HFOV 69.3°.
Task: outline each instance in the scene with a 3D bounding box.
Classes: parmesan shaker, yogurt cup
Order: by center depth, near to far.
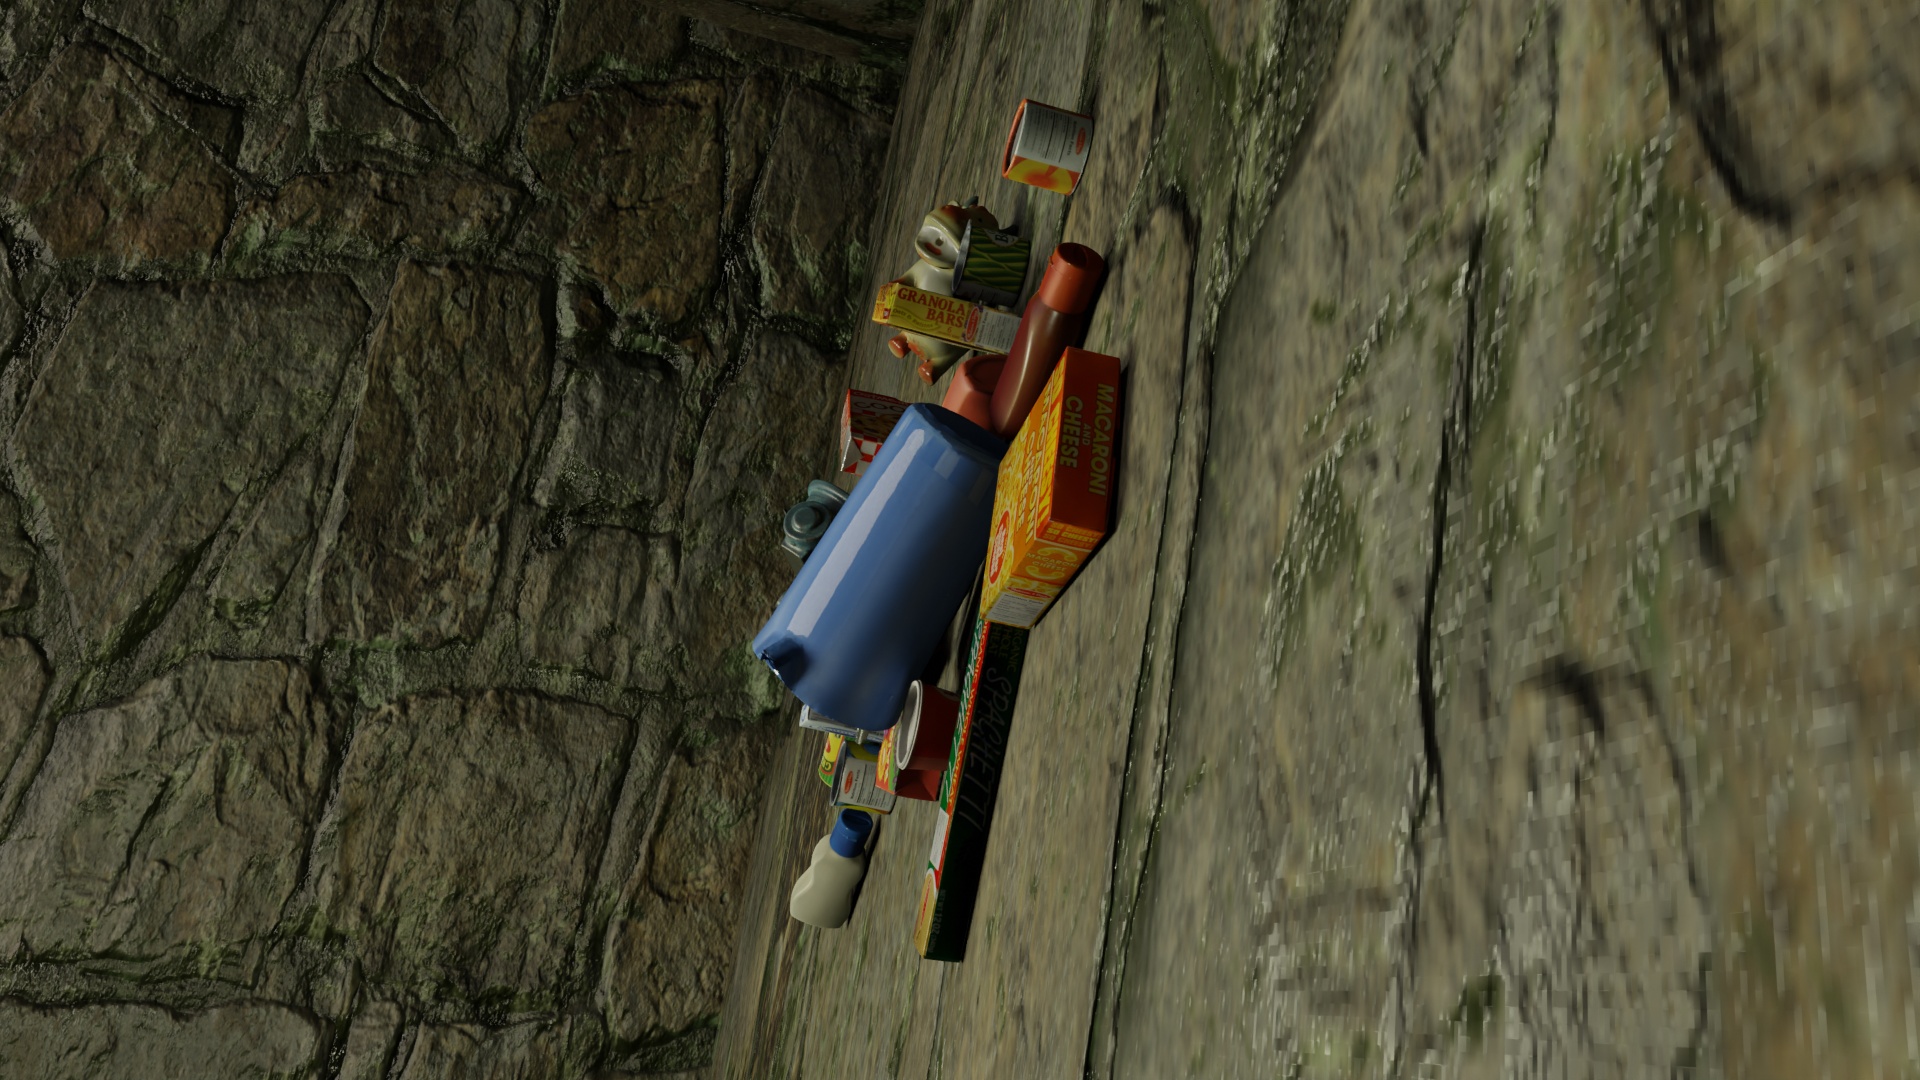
[{"bbox_3d":[-0.015,0.144,1.051,0.072,0.054,0.072,-166,88,-80],"label":"yogurt cup"},{"bbox_3d":[-0.103,0.202,1.446,0.071,0.071,0.102,-101,25,-66],"label":"parmesan shaker"}]

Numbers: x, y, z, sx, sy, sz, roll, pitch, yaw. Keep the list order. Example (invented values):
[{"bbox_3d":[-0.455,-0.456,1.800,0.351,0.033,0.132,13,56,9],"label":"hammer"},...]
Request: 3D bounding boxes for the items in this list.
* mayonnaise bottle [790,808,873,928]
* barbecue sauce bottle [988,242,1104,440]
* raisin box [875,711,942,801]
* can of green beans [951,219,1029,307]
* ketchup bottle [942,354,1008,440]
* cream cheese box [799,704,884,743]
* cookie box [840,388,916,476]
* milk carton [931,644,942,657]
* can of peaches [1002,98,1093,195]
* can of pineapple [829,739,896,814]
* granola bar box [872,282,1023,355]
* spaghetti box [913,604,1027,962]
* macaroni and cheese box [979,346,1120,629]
[{"bbox_3d":[-0.129,0.340,1.441,0.041,0.065,0.147,-86,17,-57],"label":"mayonnaise bottle"},{"bbox_3d":[0.062,-0.145,1.009,0.065,0.044,0.147,-89,16,-49],"label":"barbecue sauce bottle"},{"bbox_3d":[-0.042,0.179,1.206,0.123,0.040,0.086,149,132,-77],"label":"raisin box"},{"bbox_3d":[0.028,-0.256,1.298,0.071,0.058,0.071,-166,88,-80],"label":"can of green beans"},{"bbox_3d":[0.010,-0.094,1.173,0.148,0.065,0.044,117,140,-52],"label":"ketchup bottle"},{"bbox_3d":[-0.102,0.178,1.357,0.053,0.104,0.024,133,150,-70],"label":"cream cheese box"},{"bbox_3d":[-0.055,-0.099,1.380,0.168,0.123,0.040,-102,27,-68],"label":"cookie box"},{"bbox_3d":[-0.076,0.105,1.315,0.074,0.072,0.190,-42,-3,-19],"label":"milk carton"},{"bbox_3d":[0.070,-0.322,1.140,0.071,0.058,0.071,-166,88,-80],"label":"can of peaches"},{"bbox_3d":[-0.094,0.234,1.373,0.071,0.058,0.071,-165,88,-80],"label":"can of pineapple"},{"bbox_3d":[-0.010,-0.196,1.241,0.166,0.124,0.039,-128,53,-78],"label":"granola bar box"},{"bbox_3d":[0.007,0.165,0.973,0.050,0.029,0.250,168,114,-79],"label":"spaghetti box"},{"bbox_3d":[0.057,-0.030,0.901,0.165,0.040,0.124,121,160,-62],"label":"macaroni and cheese box"}]
